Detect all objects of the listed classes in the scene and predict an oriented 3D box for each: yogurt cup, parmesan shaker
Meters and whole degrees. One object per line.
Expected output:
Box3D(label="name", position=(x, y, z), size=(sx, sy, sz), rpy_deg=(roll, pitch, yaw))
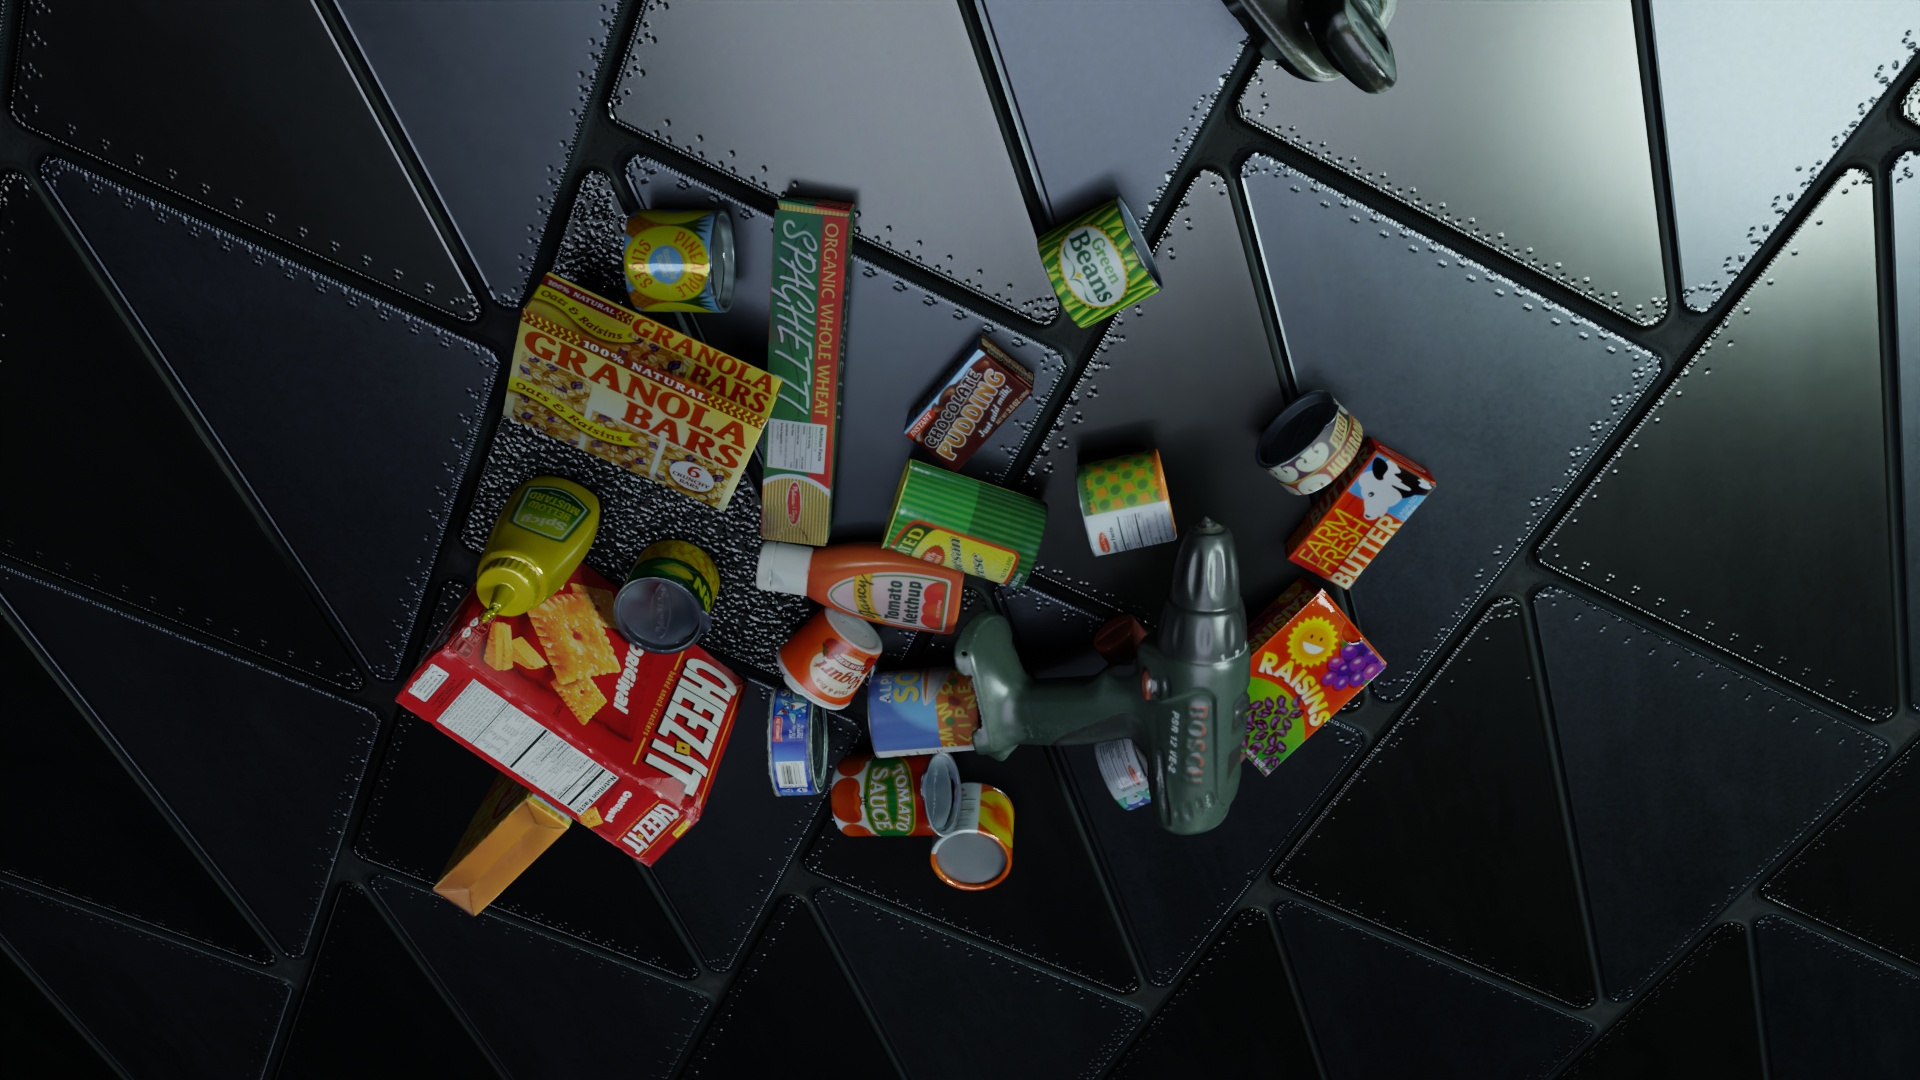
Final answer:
Box3D(label="yogurt cup", position=(-0.095, 0.084, 1.039), size=(0.072, 0.073, 0.053), rpy_deg=(35, 108, -15))
Box3D(label="parmesan shaker", position=(0.003, -0.012, 0.973), size=(0.103, 0.071, 0.071), rpy_deg=(17, 119, -6))

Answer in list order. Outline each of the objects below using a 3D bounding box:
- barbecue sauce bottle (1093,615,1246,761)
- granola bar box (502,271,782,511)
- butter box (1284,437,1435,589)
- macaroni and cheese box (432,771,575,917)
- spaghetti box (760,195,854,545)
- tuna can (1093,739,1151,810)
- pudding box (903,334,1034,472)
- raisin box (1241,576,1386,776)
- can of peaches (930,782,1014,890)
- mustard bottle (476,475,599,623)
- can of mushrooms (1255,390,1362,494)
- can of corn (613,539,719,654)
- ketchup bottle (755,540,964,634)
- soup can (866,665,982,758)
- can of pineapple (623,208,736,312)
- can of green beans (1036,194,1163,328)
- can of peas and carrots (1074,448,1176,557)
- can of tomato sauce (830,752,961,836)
Box3D(label="barbecue sauce bottle", position=(0.156, 0.120, 1.052), size=(0.065, 0.044, 0.148), rpy_deg=(-35, 112, 9))
Box3D(label="granola bar box", position=(-0.215, -0.096, 0.932), size=(0.165, 0.039, 0.123), rpy_deg=(24, 144, -10))
Box3D(label="butter box", position=(0.280, -0.017, 0.978), size=(0.053, 0.024, 0.103), rpy_deg=(27, 118, -12))
Box3D(label="macaroni and cheese box", position=(-0.319, 0.184, 1.050), size=(0.040, 0.167, 0.123), rpy_deg=(41, 114, -17))
Box3D(label="spaghetti box", position=(-0.106, -0.111, 0.949), size=(0.050, 0.029, 0.248), rpy_deg=(7, 120, 0))
Box3D(label="tuna can", position=(0.132, 0.172, 1.073), size=(0.033, 0.071, 0.071), rpy_deg=(-26, 115, 18))
Box3D(label="pudding box", position=(0.005, -0.094, 0.950), size=(0.049, 0.030, 0.083), rpy_deg=(38, 115, -15))
Box3D(label="raisin box", position=(0.237, 0.099, 1.018), size=(0.123, 0.040, 0.086), rpy_deg=(-44, 109, 3))
Box3D(label="can of peaches", position=(0.012, 0.241, 1.122), size=(0.071, 0.058, 0.071), rpy_deg=(2, 119, 3))
Box3D(label="mustard bottle", position=(-0.296, 0.011, 0.954), size=(0.065, 0.161, 0.048), rpy_deg=(21, 118, -9))
Box3D(label="can of mushrooms", position=(0.235, -0.065, 0.928), size=(0.033, 0.071, 0.071), rpy_deg=(40, 114, -19))
Box3D(label="can of corn", position=(-0.213, 0.041, 1.024), size=(0.071, 0.058, 0.070), rpy_deg=(2, 119, 3))
Box3D(label="ketchup bottle", position=(-0.073, 0.028, 1.017), size=(0.149, 0.044, 0.064), rpy_deg=(9, 127, 0))
Box3D(label="soup can", position=(-0.024, 0.127, 1.057), size=(0.084, 0.072, 0.071), rpy_deg=(-6, 119, 6))
Box3D(label="can of pineapple", position=(-0.180, -0.179, 0.892), size=(0.058, 0.071, 0.070), rpy_deg=(1, 120, 4))
Box3D(label="can of green beans", position=(0.088, -0.175, 0.878), size=(0.057, 0.071, 0.071), rpy_deg=(-25, 115, 17))
Box3D(label="can of peas and carrots", position=(0.114, -0.028, 0.961), size=(0.059, 0.071, 0.070), rpy_deg=(-12, 118, 10))
Box3D(label="can of tomato sauce", position=(-0.051, 0.198, 1.086), size=(0.083, 0.071, 0.071), rpy_deg=(-6, 120, 24))
